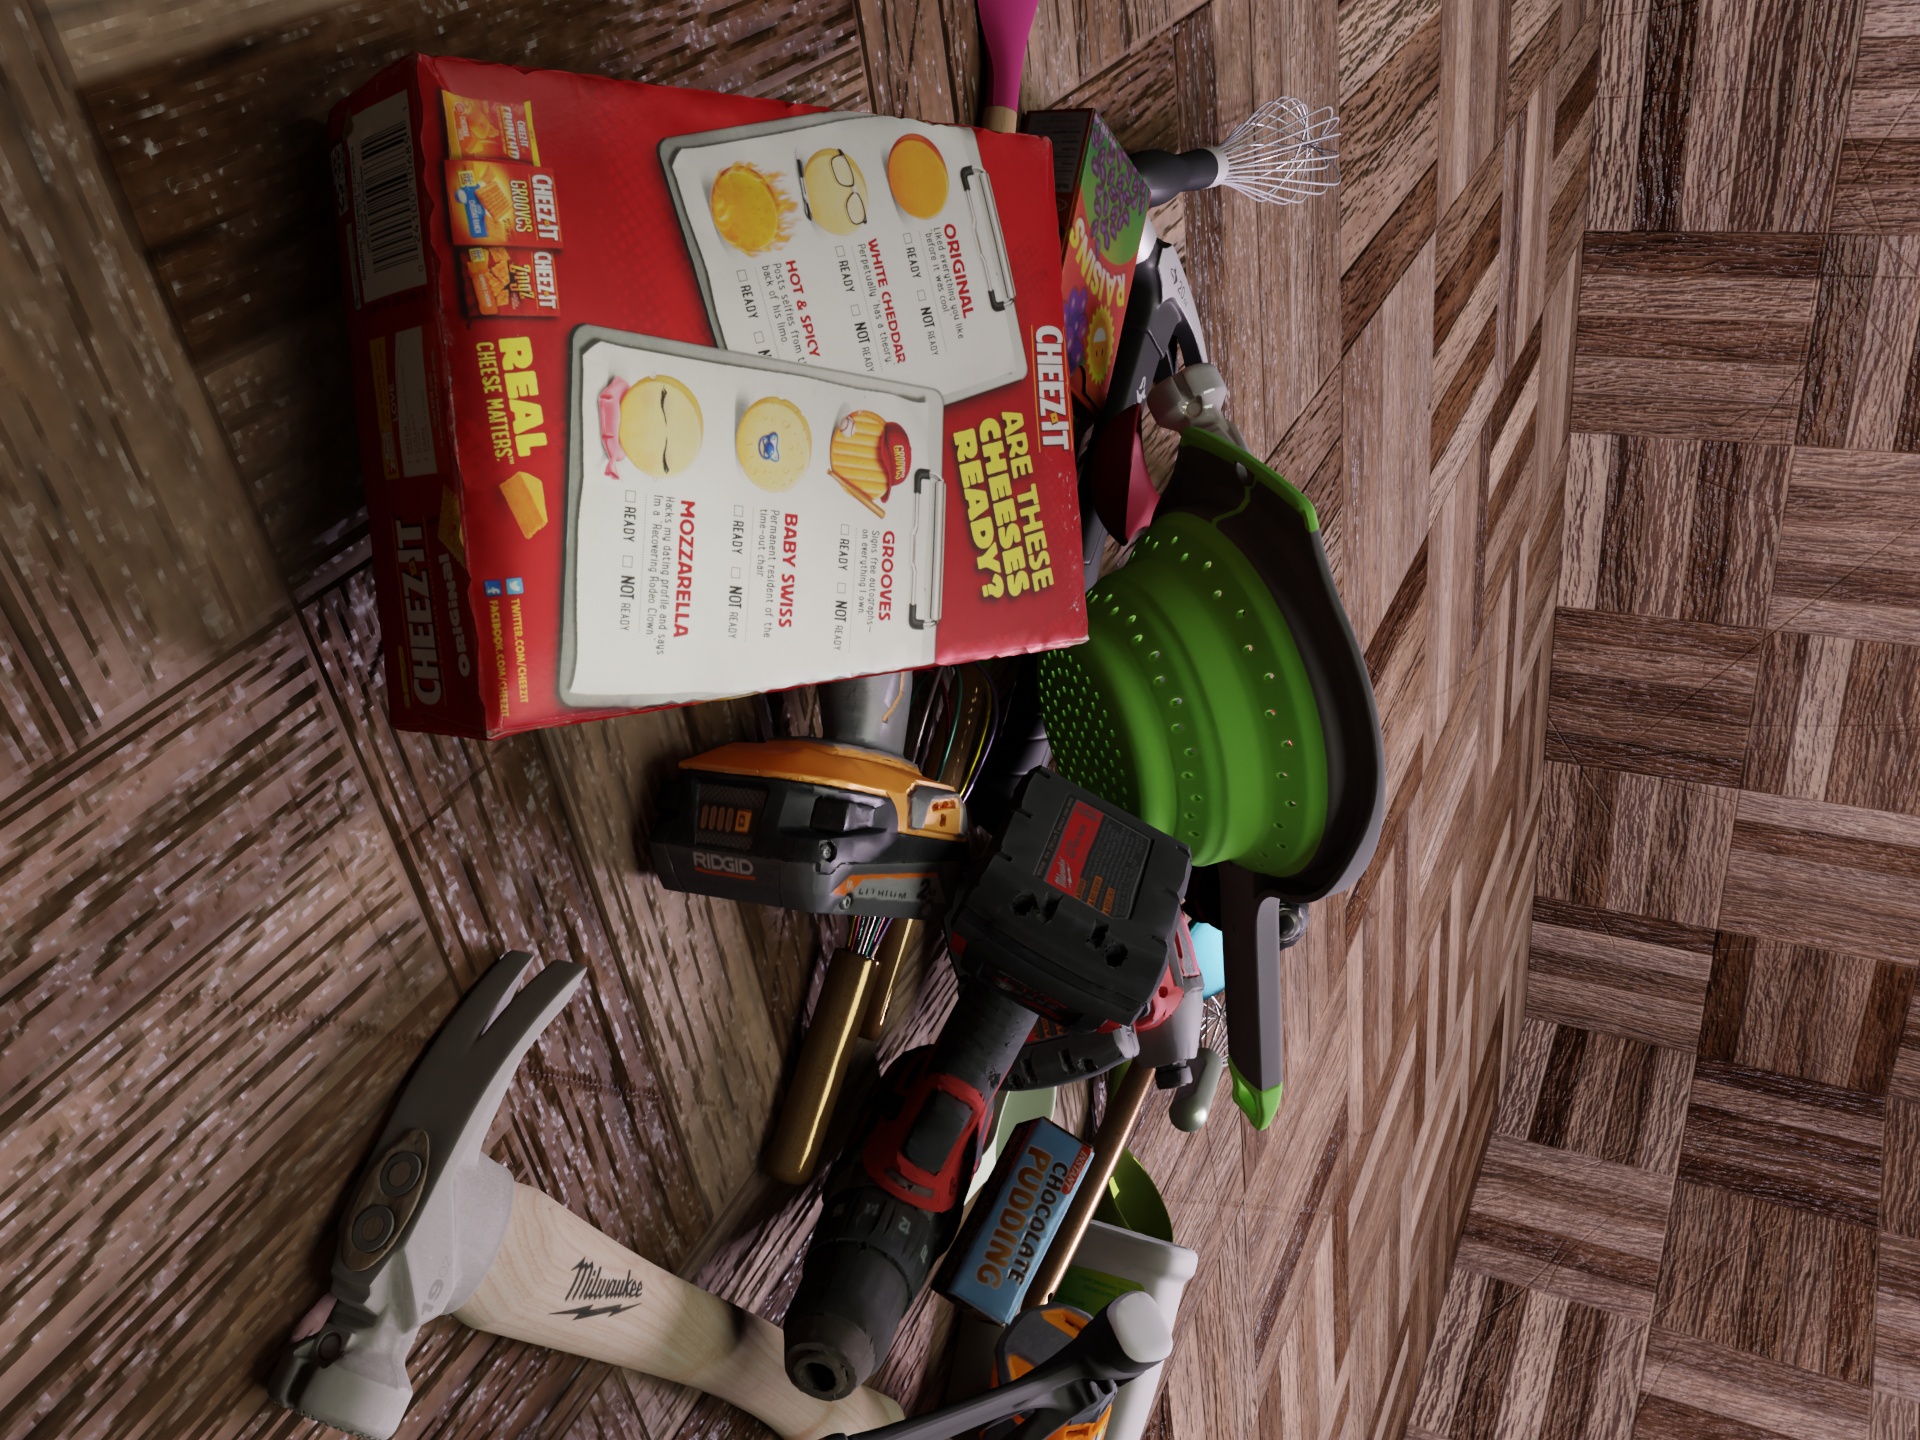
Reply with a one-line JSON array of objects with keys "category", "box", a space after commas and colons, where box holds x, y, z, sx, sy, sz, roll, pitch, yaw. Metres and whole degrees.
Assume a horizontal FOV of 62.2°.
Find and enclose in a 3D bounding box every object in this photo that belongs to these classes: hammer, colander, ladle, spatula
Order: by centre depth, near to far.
[{"category": "hammer", "box": [-0.067, 0.289, 0.600, 0.336, 0.034, 0.127, 3, 138, -43]}, {"category": "hammer", "box": [-0.100, 0.236, 0.630, 0.146, 0.038, 0.410, -69, 152, -26]}, {"category": "colander", "box": [0.106, 0.064, 0.768, 0.094, 0.205, 0.396, -18, 124, -15]}, {"category": "hammer", "box": [0.068, -0.096, 0.855, 0.146, 0.035, 0.335, 40, 63, -59]}, {"category": "ladle", "box": [0.123, -0.106, 0.890, 0.315, 0.031, 0.069, 19, 78, -67]}, {"category": "hammer", "box": [0.179, -0.105, 0.949, 0.143, 0.038, 0.386, 65, 12, 6]}, {"category": "spatula", "box": [0.113, 0.221, 0.952, 0.318, 0.044, 0.082, -56, 134, -40]}, {"category": "ladle", "box": [0.118, 0.191, 1.026, 0.078, 0.062, 0.320, -8, 103, -70]}]

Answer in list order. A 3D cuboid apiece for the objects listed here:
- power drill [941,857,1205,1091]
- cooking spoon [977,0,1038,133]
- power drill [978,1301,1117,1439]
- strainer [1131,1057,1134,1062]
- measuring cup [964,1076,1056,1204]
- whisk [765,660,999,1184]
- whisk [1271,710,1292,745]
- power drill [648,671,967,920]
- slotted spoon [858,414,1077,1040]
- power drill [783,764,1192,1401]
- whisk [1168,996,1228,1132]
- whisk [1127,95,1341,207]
[{"category": "power drill", "box": [0.076, 0.136, 0.859, 0.219, 0.078, 0.143, 15, 60, -65]}, {"category": "cooking spoon", "box": [0.015, -0.249, 0.717, 0.068, 0.017, 0.319, 1, 97, -63]}, {"category": "power drill", "box": [-0.005, 0.413, 0.777, 0.226, 0.084, 0.164, -40, 147, -40]}, {"category": "strainer", "box": [0.139, 0.128, 1.063, 0.087, 0.050, 0.258, -146, -113, -71]}, {"category": "measuring cup", "box": [-0.003, 0.224, 0.818, 0.167, 0.038, 0.083, -30, 125, -55]}, {"category": "whisk", "box": [-0.042, 0.080, 0.698, 0.047, 0.051, 0.245, 25, 80, -41]}, {"category": "whisk", "box": [0.202, -0.001, 1.132, 0.295, 0.073, 0.073, 37, 65, -53]}, {"category": "power drill", "box": [-0.053, -0.045, 0.586, 0.185, 0.084, 0.226, 17, 79, -61]}, {"category": "slotted spoon", "box": [-0.001, -0.002, 0.756, 0.070, 0.031, 0.314, 53, 52, -75]}, {"category": "power drill", "box": [0.001, 0.150, 0.651, 0.226, 0.080, 0.188, -62, 178, 27]}, {"category": "whisk", "box": [0.171, 0.237, 1.112, 0.059, 0.058, 0.246, 59, 15, 3]}, {"category": "whisk", "box": [0.160, -0.329, 0.941, 0.284, 0.070, 0.070, -34, 128, -50]}]
